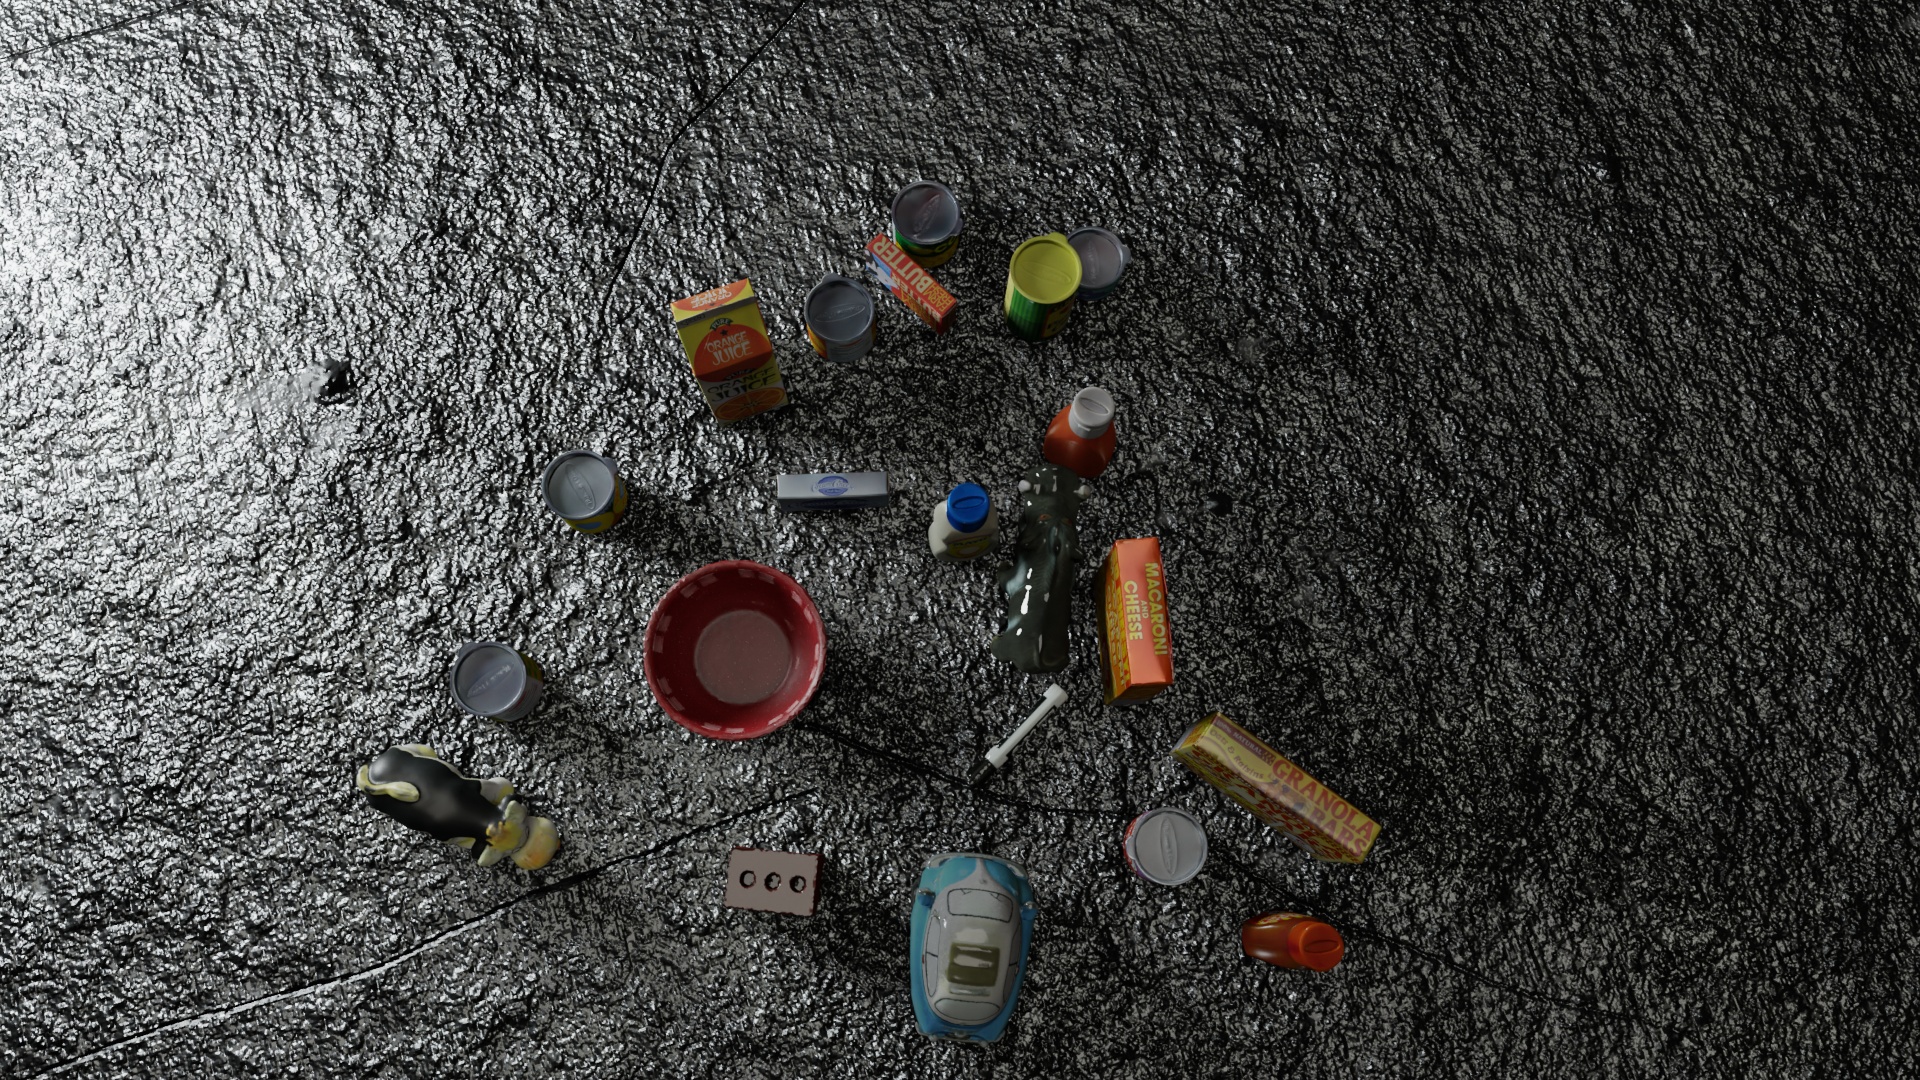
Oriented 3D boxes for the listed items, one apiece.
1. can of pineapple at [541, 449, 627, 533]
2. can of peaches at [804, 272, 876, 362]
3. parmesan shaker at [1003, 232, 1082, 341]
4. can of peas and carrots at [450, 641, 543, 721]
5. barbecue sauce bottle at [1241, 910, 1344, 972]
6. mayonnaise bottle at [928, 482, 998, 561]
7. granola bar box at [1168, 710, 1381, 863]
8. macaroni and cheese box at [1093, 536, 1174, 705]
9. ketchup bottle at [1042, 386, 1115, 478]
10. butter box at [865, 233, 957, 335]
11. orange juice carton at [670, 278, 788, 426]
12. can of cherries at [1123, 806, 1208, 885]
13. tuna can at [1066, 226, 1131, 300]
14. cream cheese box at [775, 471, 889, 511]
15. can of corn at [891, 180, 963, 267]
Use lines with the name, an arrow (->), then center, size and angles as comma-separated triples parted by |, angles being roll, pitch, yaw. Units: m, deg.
can of pineapple -> -0.343, -0.045, 1.276 | 0.071, 0.057, 0.071 | 0, 77, -2
can of peaches -> -0.114, -0.211, 1.322 | 0.071, 0.058, 0.071 | 0, 77, -2
parmesan shaker -> 0.078, -0.238, 1.311 | 0.071, 0.103, 0.071 | 0, 77, -2
can of peas and carrots -> -0.413, 0.124, 1.235 | 0.071, 0.058, 0.071 | 0, 77, -2
barbecue sauce bottle -> 0.282, 0.336, 1.163 | 0.065, 0.148, 0.044 | -6, 78, -3
mayonnaise bottle -> 0.004, -0.015, 1.235 | 0.065, 0.147, 0.041 | -11, 78, -4
granola bar box -> 0.269, 0.214, 1.203 | 0.165, 0.124, 0.039 | 35, 79, 6
macaroni and cheese box -> 0.149, 0.074, 1.210 | 0.040, 0.166, 0.124 | -4, 78, -3
ketchup bottle -> 0.112, -0.098, 1.257 | 0.065, 0.148, 0.043 | 24, 78, 4
butter box -> -0.047, -0.246, 1.335 | 0.103, 0.053, 0.024 | 43, 80, 7
orange juice carton -> -0.206, -0.172, 1.241 | 0.072, 0.192, 0.073 | -19, 79, -6
can of cherries -> 0.177, 0.268, 1.221 | 0.071, 0.058, 0.071 | 0, 77, -2
tuna can -> 0.129, -0.270, 1.356 | 0.071, 0.032, 0.071 | 0, 77, -2
cream cheese box -> -0.117, -0.045, 1.286 | 0.104, 0.053, 0.024 | -2, 78, -2
can of corn -> -0.031, -0.304, 1.346 | 0.071, 0.058, 0.071 | 0, 77, -2
